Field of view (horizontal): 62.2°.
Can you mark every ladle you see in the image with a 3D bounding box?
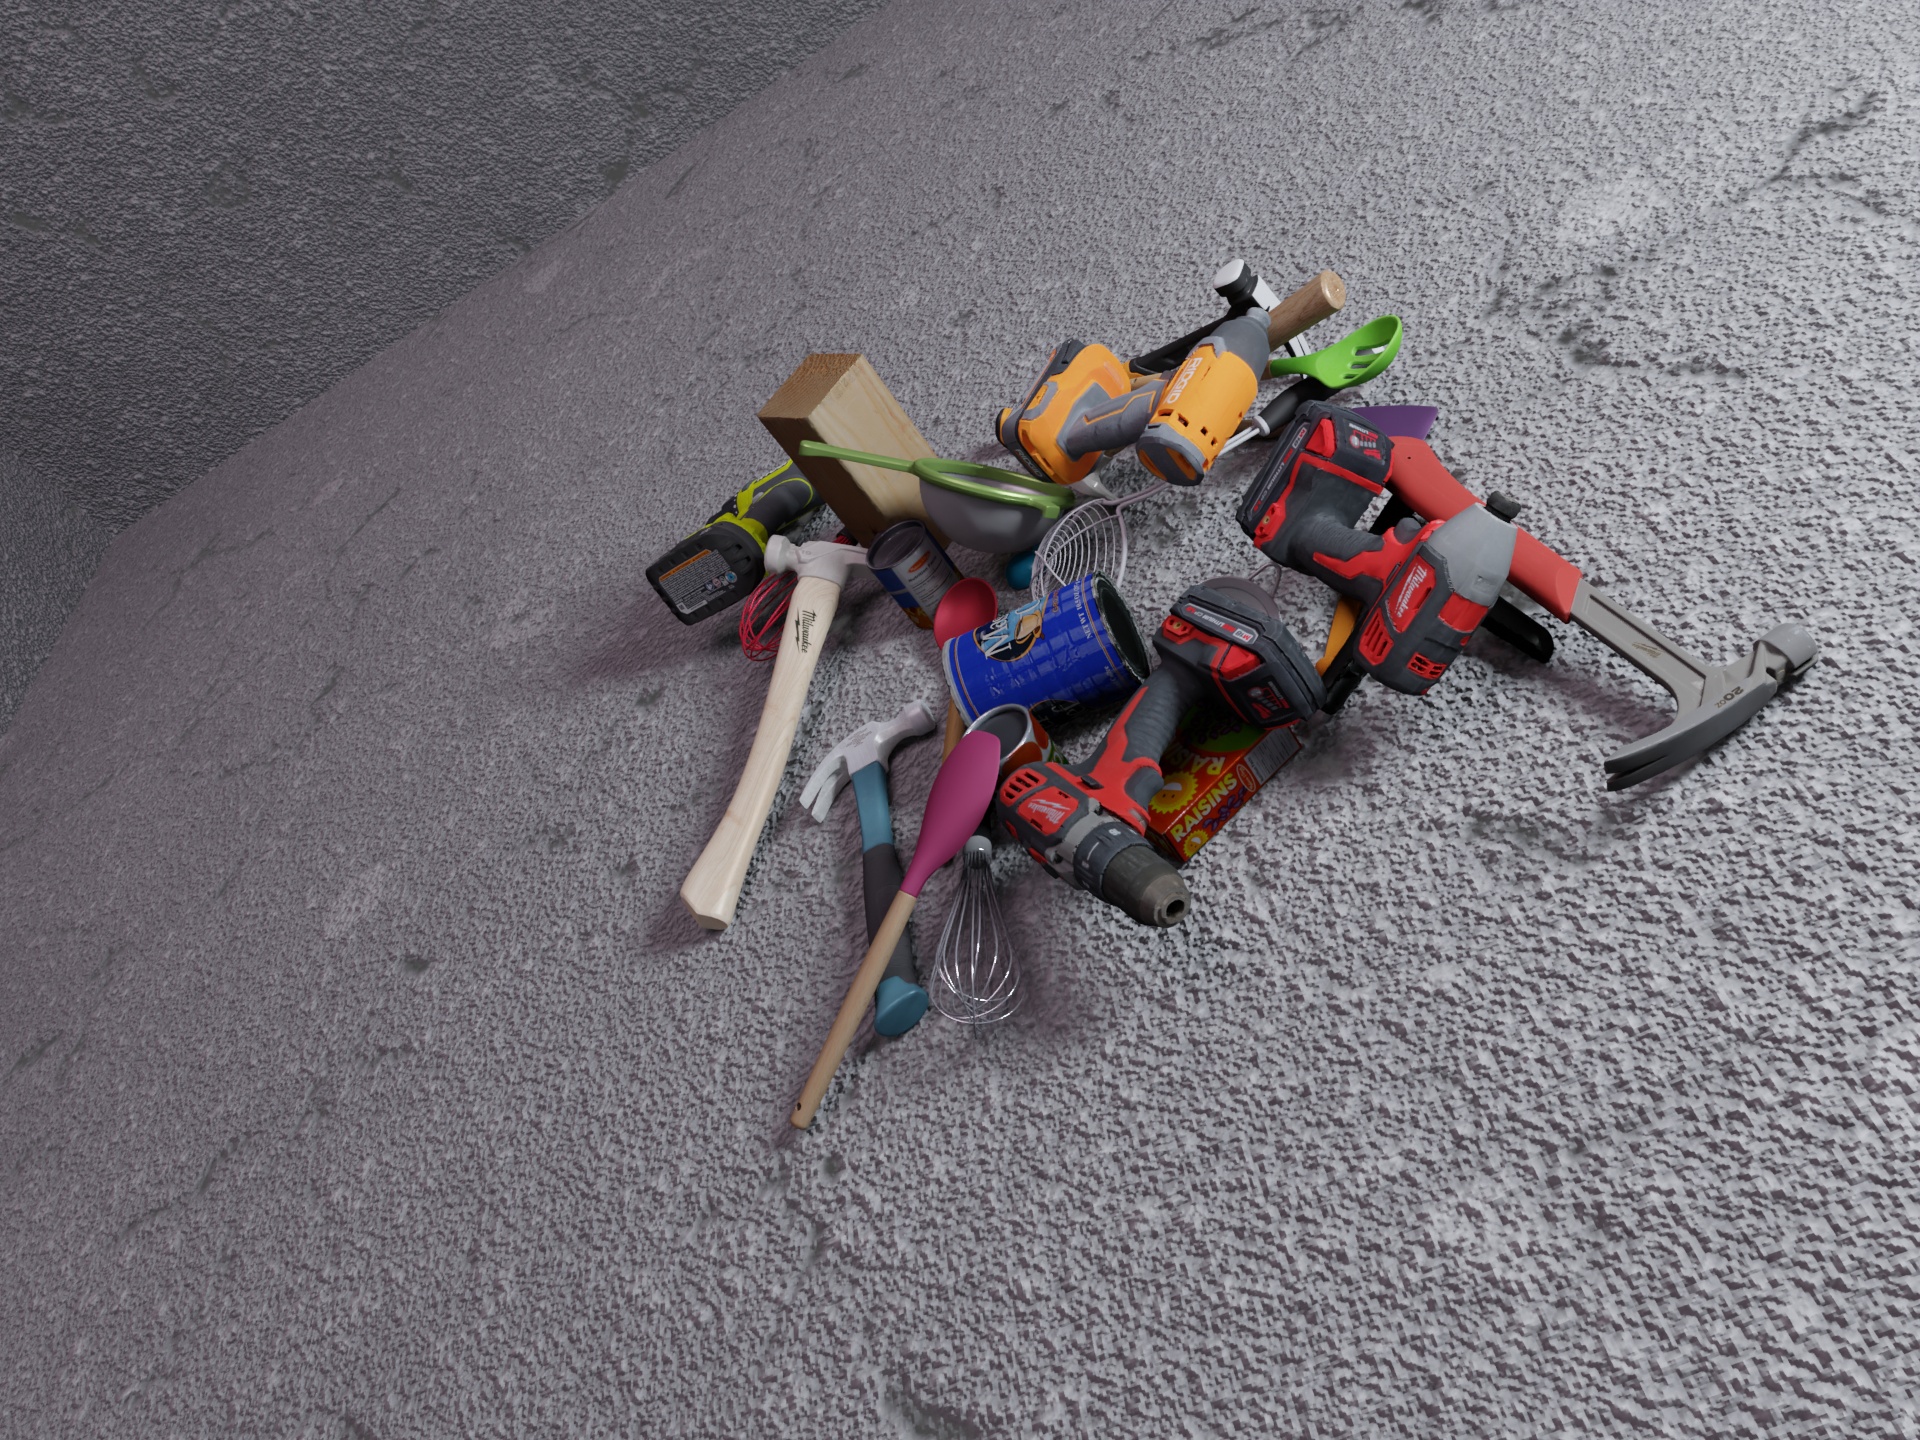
[{"bbox_3d":[-0.002,-0.004,1.364,0.069,0.031,0.316,-22,41,27],"label":"ladle"}]

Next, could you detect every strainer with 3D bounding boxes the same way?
[{"bbox_3d":[-0.026,-0.199,1.443,0.256,0.069,0.151,12,16,5],"label":"strainer"},{"bbox_3d":[0.163,-0.015,1.217,0.087,0.050,0.258,37,82,9],"label":"strainer"}]

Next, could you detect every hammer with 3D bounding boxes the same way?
[{"bbox_3d":[-0.158,0.004,1.459,0.146,0.038,0.411,11,59,7],"label":"hammer"},{"bbox_3d":[0.380,-0.096,1.070,0.149,0.036,0.359,-31,42,-4],"label":"hammer"},{"bbox_3d":[-0.063,0.116,1.281,0.128,0.033,0.331,-29,37,13],"label":"hammer"},{"bbox_3d":[0.201,-0.289,1.381,0.331,0.031,0.130,-27,60,49],"label":"hammer"},{"bbox_3d":[0.166,-0.322,1.516,0.337,0.127,0.034,-17,42,43],"label":"hammer"}]

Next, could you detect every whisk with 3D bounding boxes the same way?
[{"bbox_3d":[-0.130,-0.170,1.631,0.073,0.073,0.296,10,53,47],"label":"whisk"},{"bbox_3d":[0.012,0.122,1.195,0.070,0.070,0.285,-25,33,19],"label":"whisk"}]

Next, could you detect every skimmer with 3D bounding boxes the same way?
[{"bbox_3d":[0.214,-0.196,1.359,0.363,0.090,0.127,-32,34,-1],"label":"skimmer"}]

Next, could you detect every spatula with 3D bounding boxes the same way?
[{"bbox_3d":[0.270,-0.254,1.399,0.316,0.018,0.060,11,61,46],"label":"spatula"}]

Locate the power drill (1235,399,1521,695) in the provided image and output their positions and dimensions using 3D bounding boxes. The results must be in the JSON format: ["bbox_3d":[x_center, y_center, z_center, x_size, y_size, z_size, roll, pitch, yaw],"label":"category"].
[{"bbox_3d":[0.291,-0.129,1.099,0.143,0.078,0.220,-60,32,23],"label":"power drill"}]

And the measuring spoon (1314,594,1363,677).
[{"bbox_3d":[0.288,-0.078,1.197,0.021,0.011,0.117,-3,49,40],"label":"measuring spoon"}]

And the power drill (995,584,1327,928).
[{"bbox_3d":[0.146,0.029,1.088,0.227,0.080,0.188,-46,36,-6],"label":"power drill"}]

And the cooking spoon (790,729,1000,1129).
[{"bbox_3d":[-0.050,0.151,1.167,0.069,0.017,0.319,16,78,51],"label":"cooking spoon"}]

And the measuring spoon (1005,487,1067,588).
[{"bbox_3d":[0.073,-0.176,1.485,0.042,0.021,0.129,-4,50,39],"label":"measuring spoon"}]

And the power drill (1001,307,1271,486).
[{"bbox_3d":[0.154,-0.273,1.331,0.227,0.084,0.164,10,62,53],"label":"power drill"}]

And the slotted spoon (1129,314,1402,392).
[{"bbox_3d":[0.253,-0.301,1.366,0.314,0.031,0.070,7,62,53],"label":"slotted spoon"}]

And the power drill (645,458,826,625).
[{"bbox_3d":[-0.240,-0.197,1.706,0.190,0.080,0.229,-24,21,34],"label":"power drill"}]
